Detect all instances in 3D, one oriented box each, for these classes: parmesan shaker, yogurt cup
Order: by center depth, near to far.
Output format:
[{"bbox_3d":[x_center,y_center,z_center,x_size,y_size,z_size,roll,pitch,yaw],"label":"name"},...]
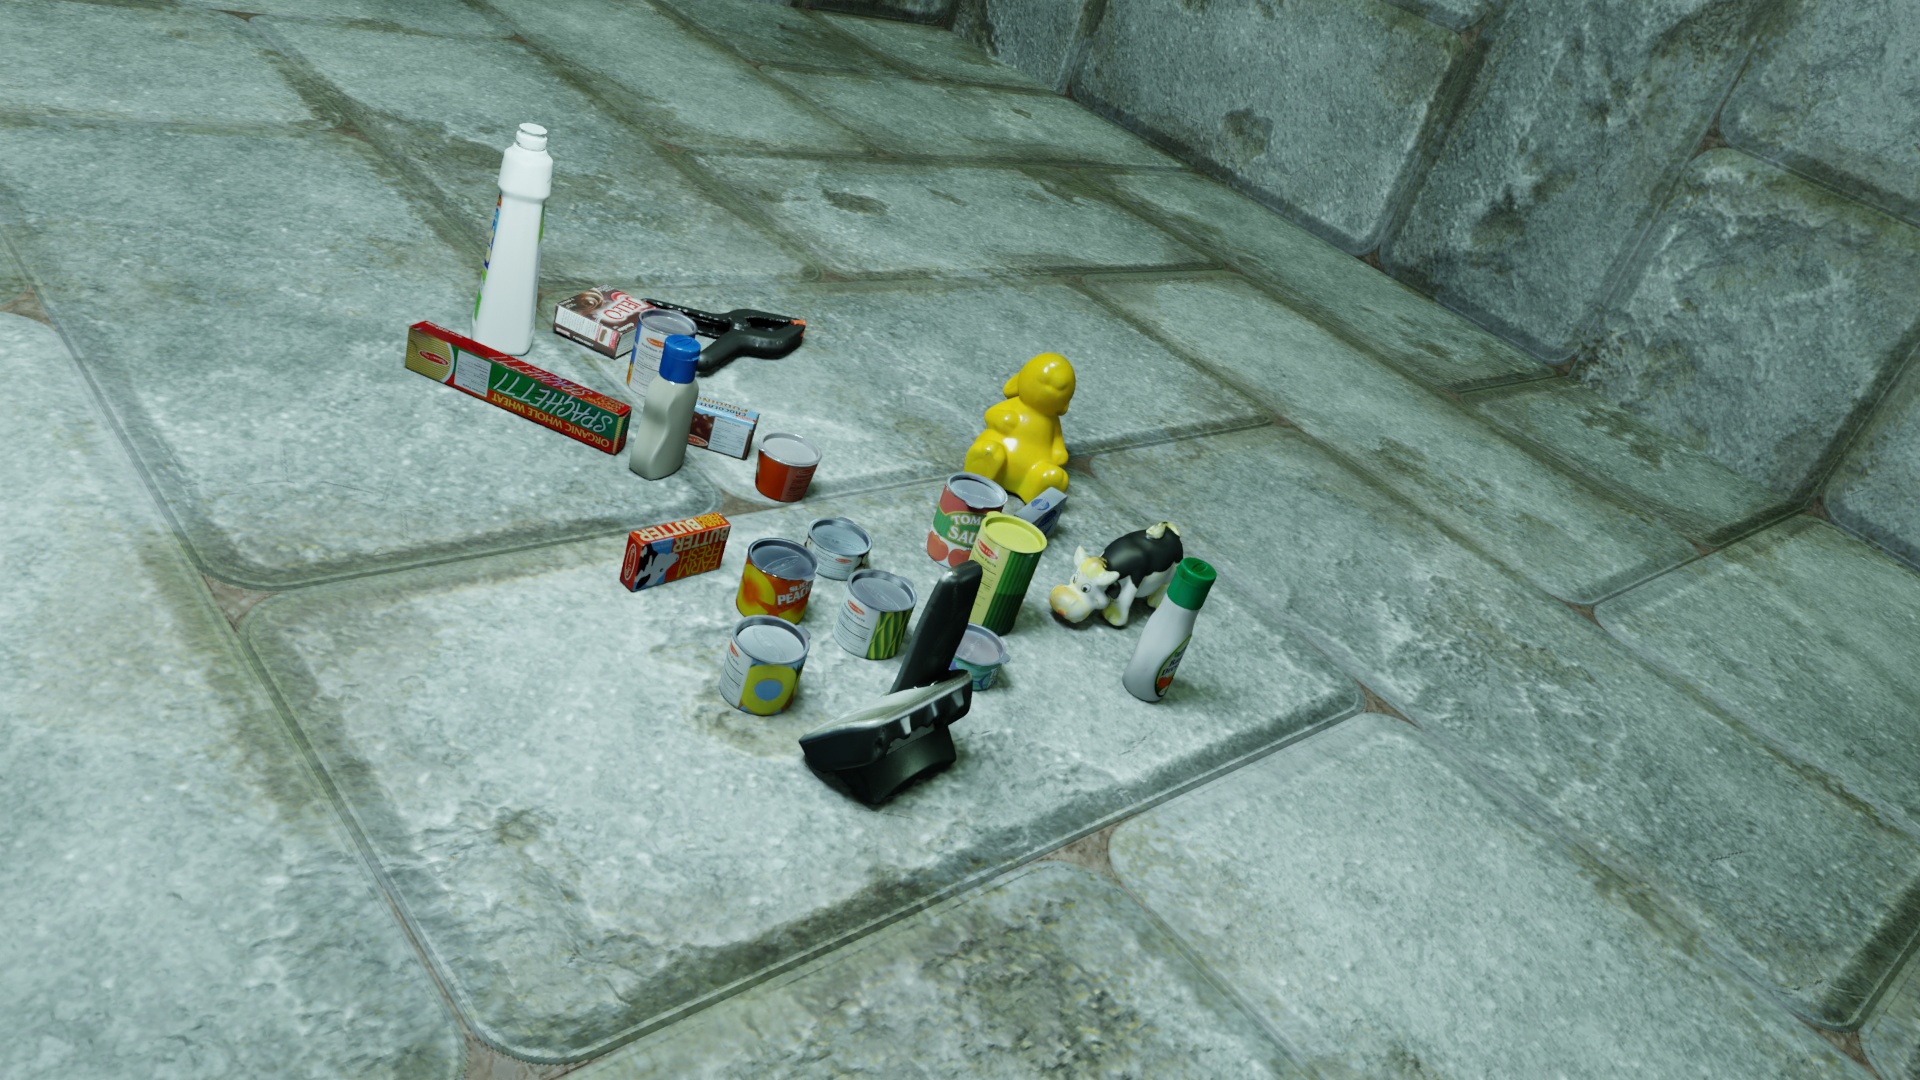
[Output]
[{"bbox_3d":[0.036,0.033,1.368,0.071,0.102,0.071,15,29,-9],"label":"parmesan shaker"},{"bbox_3d":[-0.186,-0.077,1.471,0.072,0.053,0.073,15,30,-9],"label":"yogurt cup"}]

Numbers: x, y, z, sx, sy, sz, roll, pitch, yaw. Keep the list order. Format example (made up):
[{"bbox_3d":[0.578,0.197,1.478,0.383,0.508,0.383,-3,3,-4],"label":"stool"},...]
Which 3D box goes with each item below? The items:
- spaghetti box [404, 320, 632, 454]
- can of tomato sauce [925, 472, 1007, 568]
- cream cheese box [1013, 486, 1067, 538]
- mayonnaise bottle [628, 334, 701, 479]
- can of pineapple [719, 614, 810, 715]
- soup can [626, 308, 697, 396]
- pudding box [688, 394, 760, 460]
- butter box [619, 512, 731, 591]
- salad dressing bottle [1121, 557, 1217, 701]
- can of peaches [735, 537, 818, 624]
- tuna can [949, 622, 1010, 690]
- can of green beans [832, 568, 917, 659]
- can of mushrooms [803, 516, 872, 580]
[{"bbox_3d":[-0.461,-0.159,1.449,0.250,0.050,0.029,23,29,5],"label":"spaghetti box"},{"bbox_3d":[0.005,-0.018,1.456,0.071,0.082,0.071,15,29,-9],"label":"can of tomato sauce"},{"bbox_3d":[0.081,-0.018,1.531,0.024,0.053,0.104,29,31,16],"label":"cream cheese box"},{"bbox_3d":[-0.296,-0.136,1.408,0.041,0.147,0.065,28,30,15],"label":"mayonnaise bottle"},{"bbox_3d":[-0.164,0.105,1.174,0.071,0.057,0.071,15,30,-9],"label":"can of pineapple"},{"bbox_3d":[-0.338,-0.212,1.576,0.071,0.083,0.072,15,29,-9],"label":"soup can"},{"bbox_3d":[-0.265,-0.125,1.507,0.084,0.049,0.030,16,29,-6],"label":"pudding box"},{"bbox_3d":[-0.262,0.009,1.281,0.024,0.052,0.104,37,34,29],"label":"butter box"},{"bbox_3d":[0.201,0.085,1.334,0.044,0.147,0.064,33,32,23],"label":"salad dressing bottle"},{"bbox_3d":[-0.168,0.040,1.280,0.071,0.057,0.071,15,30,-9],"label":"can of peaches"},{"bbox_3d":[0.009,0.109,1.297,0.071,0.032,0.071,15,30,-8],"label":"tuna can"},{"bbox_3d":[-0.080,0.068,1.286,0.071,0.057,0.071,15,30,-9],"label":"can of green beans"},{"bbox_3d":[-0.123,0.007,1.388,0.071,0.033,0.071,15,30,-8],"label":"can of mushrooms"}]
